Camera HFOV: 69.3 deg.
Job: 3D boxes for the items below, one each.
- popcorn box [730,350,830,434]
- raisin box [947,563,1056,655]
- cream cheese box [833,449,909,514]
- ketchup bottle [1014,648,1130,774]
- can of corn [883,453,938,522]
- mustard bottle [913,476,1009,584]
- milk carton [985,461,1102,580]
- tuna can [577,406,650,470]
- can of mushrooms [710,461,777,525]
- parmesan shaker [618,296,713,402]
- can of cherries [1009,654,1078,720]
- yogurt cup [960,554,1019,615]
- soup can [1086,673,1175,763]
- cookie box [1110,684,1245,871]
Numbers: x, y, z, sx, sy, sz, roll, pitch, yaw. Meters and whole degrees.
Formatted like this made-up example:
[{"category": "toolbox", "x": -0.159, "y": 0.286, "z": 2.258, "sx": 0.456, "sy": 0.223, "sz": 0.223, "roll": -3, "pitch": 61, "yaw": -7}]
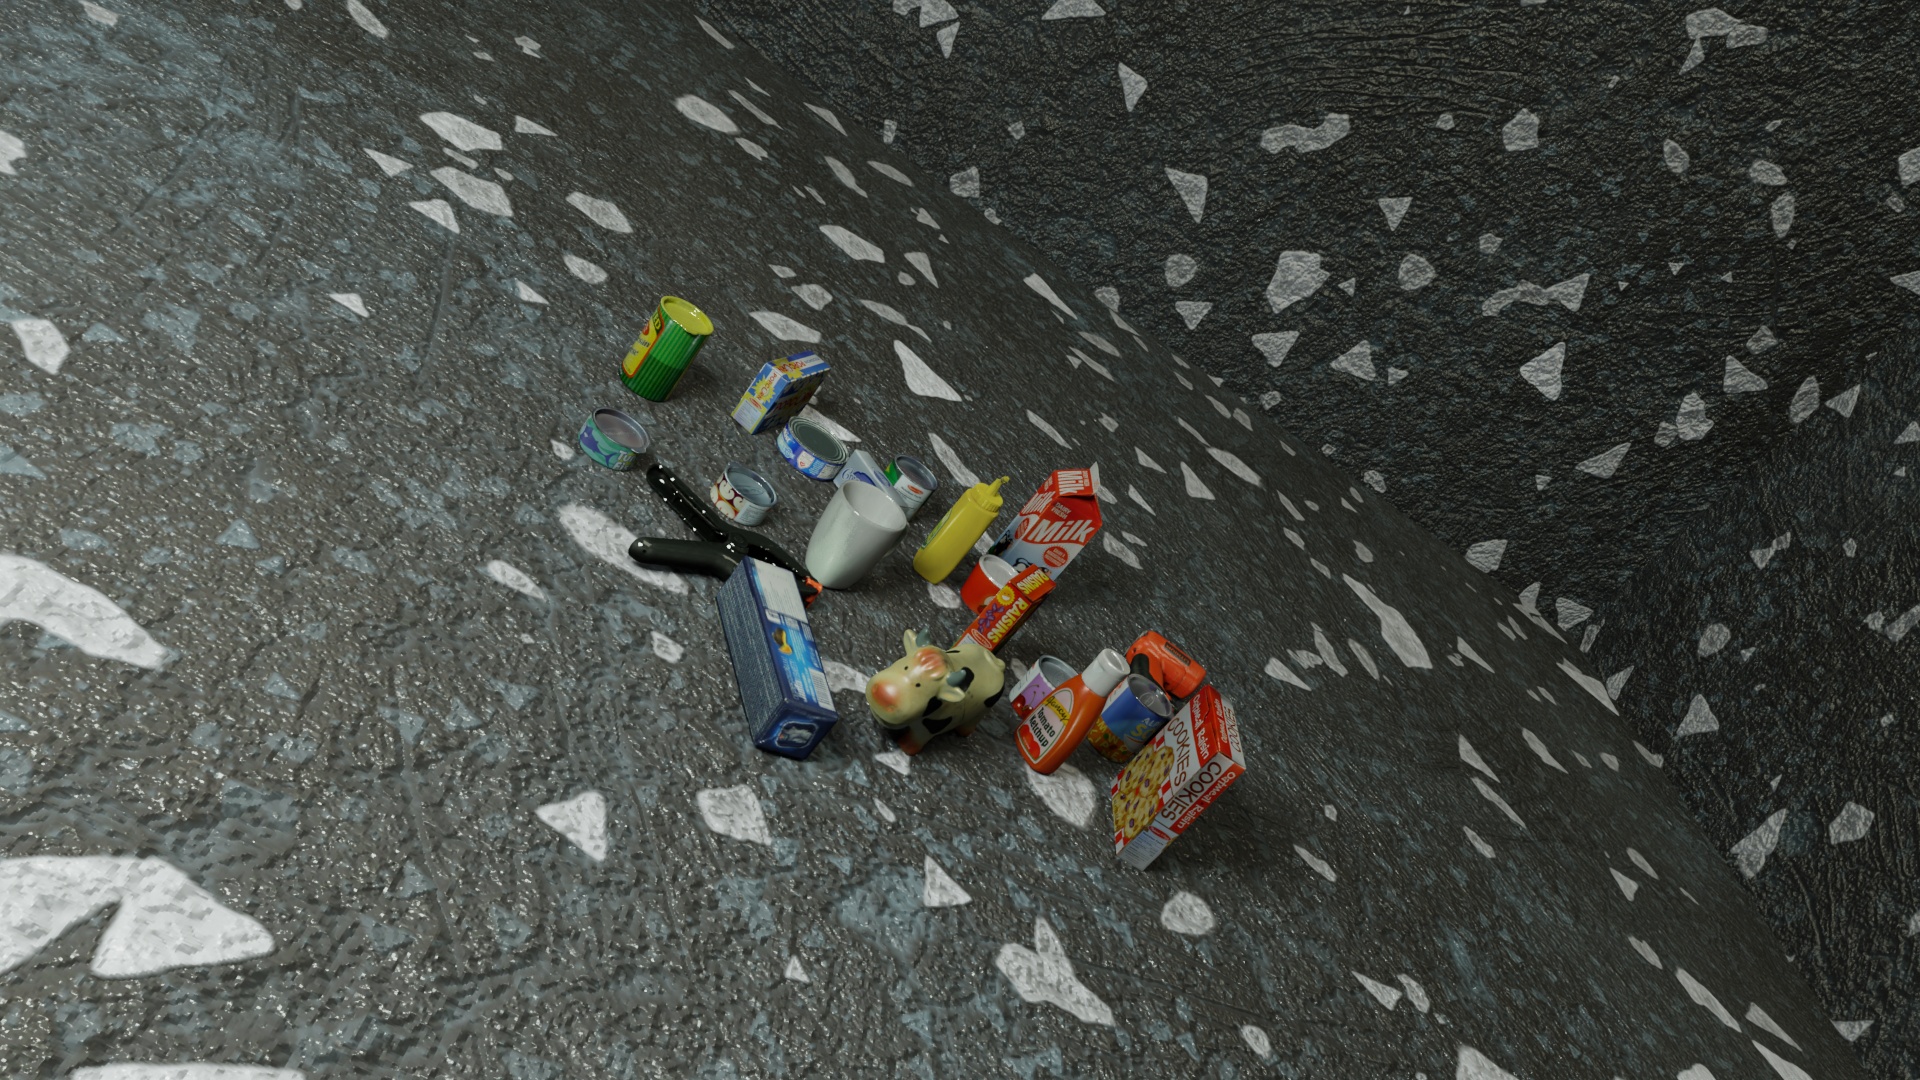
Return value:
[{"category": "popcorn box", "x": -0.218, "y": -0.182, "z": 1.697, "sx": 0.038, "sy": 0.085, "sz": 0.127, "roll": 41, "pitch": 23, "yaw": 5}, {"category": "raisin box", "x": 0.045, "y": 0.089, "z": 1.544, "sx": 0.040, "sy": 0.123, "sz": 0.086, "roll": 43, "pitch": 23, "yaw": 9}, {"category": "cream cheese box", "x": -0.108, "y": -0.056, "z": 1.669, "sx": 0.024, "sy": 0.053, "sz": 0.104, "roll": 7, "pitch": 39, "yaw": -52}, {"category": "ketchup bottle", "x": 0.119, "y": 0.177, "z": 1.462, "sx": 0.043, "sy": 0.148, "sz": 0.065, "roll": 19, "pitch": 30, "yaw": -40}, {"category": "can of corn", "x": -0.071, "y": -0.066, "z": 1.737, "sx": 0.071, "sy": 0.058, "sz": 0.071, "roll": 32, "pitch": 24, "yaw": -16}, {"category": "mustard bottle", "x": 0.006, "y": -0.021, "z": 1.637, "sx": 0.049, "sy": 0.159, "sz": 0.065, "roll": 36, "pitch": 23, "yaw": -6}, {"category": "milk carton", "x": 0.115, "y": -0.016, "z": 1.750, "sx": 0.073, "sy": 0.189, "sz": 0.073, "roll": 32, "pitch": 24, "yaw": -16}, {"category": "tuna can", "x": -0.354, "y": -0.102, "z": 1.423, "sx": 0.071, "sy": 0.032, "sz": 0.071, "roll": 32, "pitch": 24, "yaw": -16}, {"category": "can of mushrooms", "x": -0.235, "y": -0.050, "z": 1.500, "sx": 0.071, "sy": 0.033, "sz": 0.071, "roll": 32, "pitch": 24, "yaw": -16}, {"category": "parmesan shaker", "x": -0.333, "y": -0.213, "z": 1.564, "sx": 0.071, "sy": 0.102, "sz": 0.071, "roll": 32, "pitch": 24, "yaw": -16}, {"category": "can of cherries", "x": 0.099, "y": 0.173, "z": 1.552, "sx": 0.071, "sy": 0.058, "sz": 0.072, "roll": 32, "pitch": 24, "yaw": -16}, {"category": "yogurt cup", "x": 0.037, "y": 0.058, "z": 1.674, "sx": 0.072, "sy": 0.053, "sz": 0.073, "roll": 32, "pitch": 24, "yaw": -16}, {"category": "soup can", "x": 0.194, "y": 0.207, "z": 1.598, "sx": 0.071, "sy": 0.083, "sz": 0.072, "roll": 32, "pitch": 24, "yaw": -16}, {"category": "cookie box", "x": 0.226, "y": 0.248, "z": 1.465, "sx": 0.040, "sy": 0.166, "sz": 0.123, "roll": 33, "pitch": 24, "yaw": -13}]
